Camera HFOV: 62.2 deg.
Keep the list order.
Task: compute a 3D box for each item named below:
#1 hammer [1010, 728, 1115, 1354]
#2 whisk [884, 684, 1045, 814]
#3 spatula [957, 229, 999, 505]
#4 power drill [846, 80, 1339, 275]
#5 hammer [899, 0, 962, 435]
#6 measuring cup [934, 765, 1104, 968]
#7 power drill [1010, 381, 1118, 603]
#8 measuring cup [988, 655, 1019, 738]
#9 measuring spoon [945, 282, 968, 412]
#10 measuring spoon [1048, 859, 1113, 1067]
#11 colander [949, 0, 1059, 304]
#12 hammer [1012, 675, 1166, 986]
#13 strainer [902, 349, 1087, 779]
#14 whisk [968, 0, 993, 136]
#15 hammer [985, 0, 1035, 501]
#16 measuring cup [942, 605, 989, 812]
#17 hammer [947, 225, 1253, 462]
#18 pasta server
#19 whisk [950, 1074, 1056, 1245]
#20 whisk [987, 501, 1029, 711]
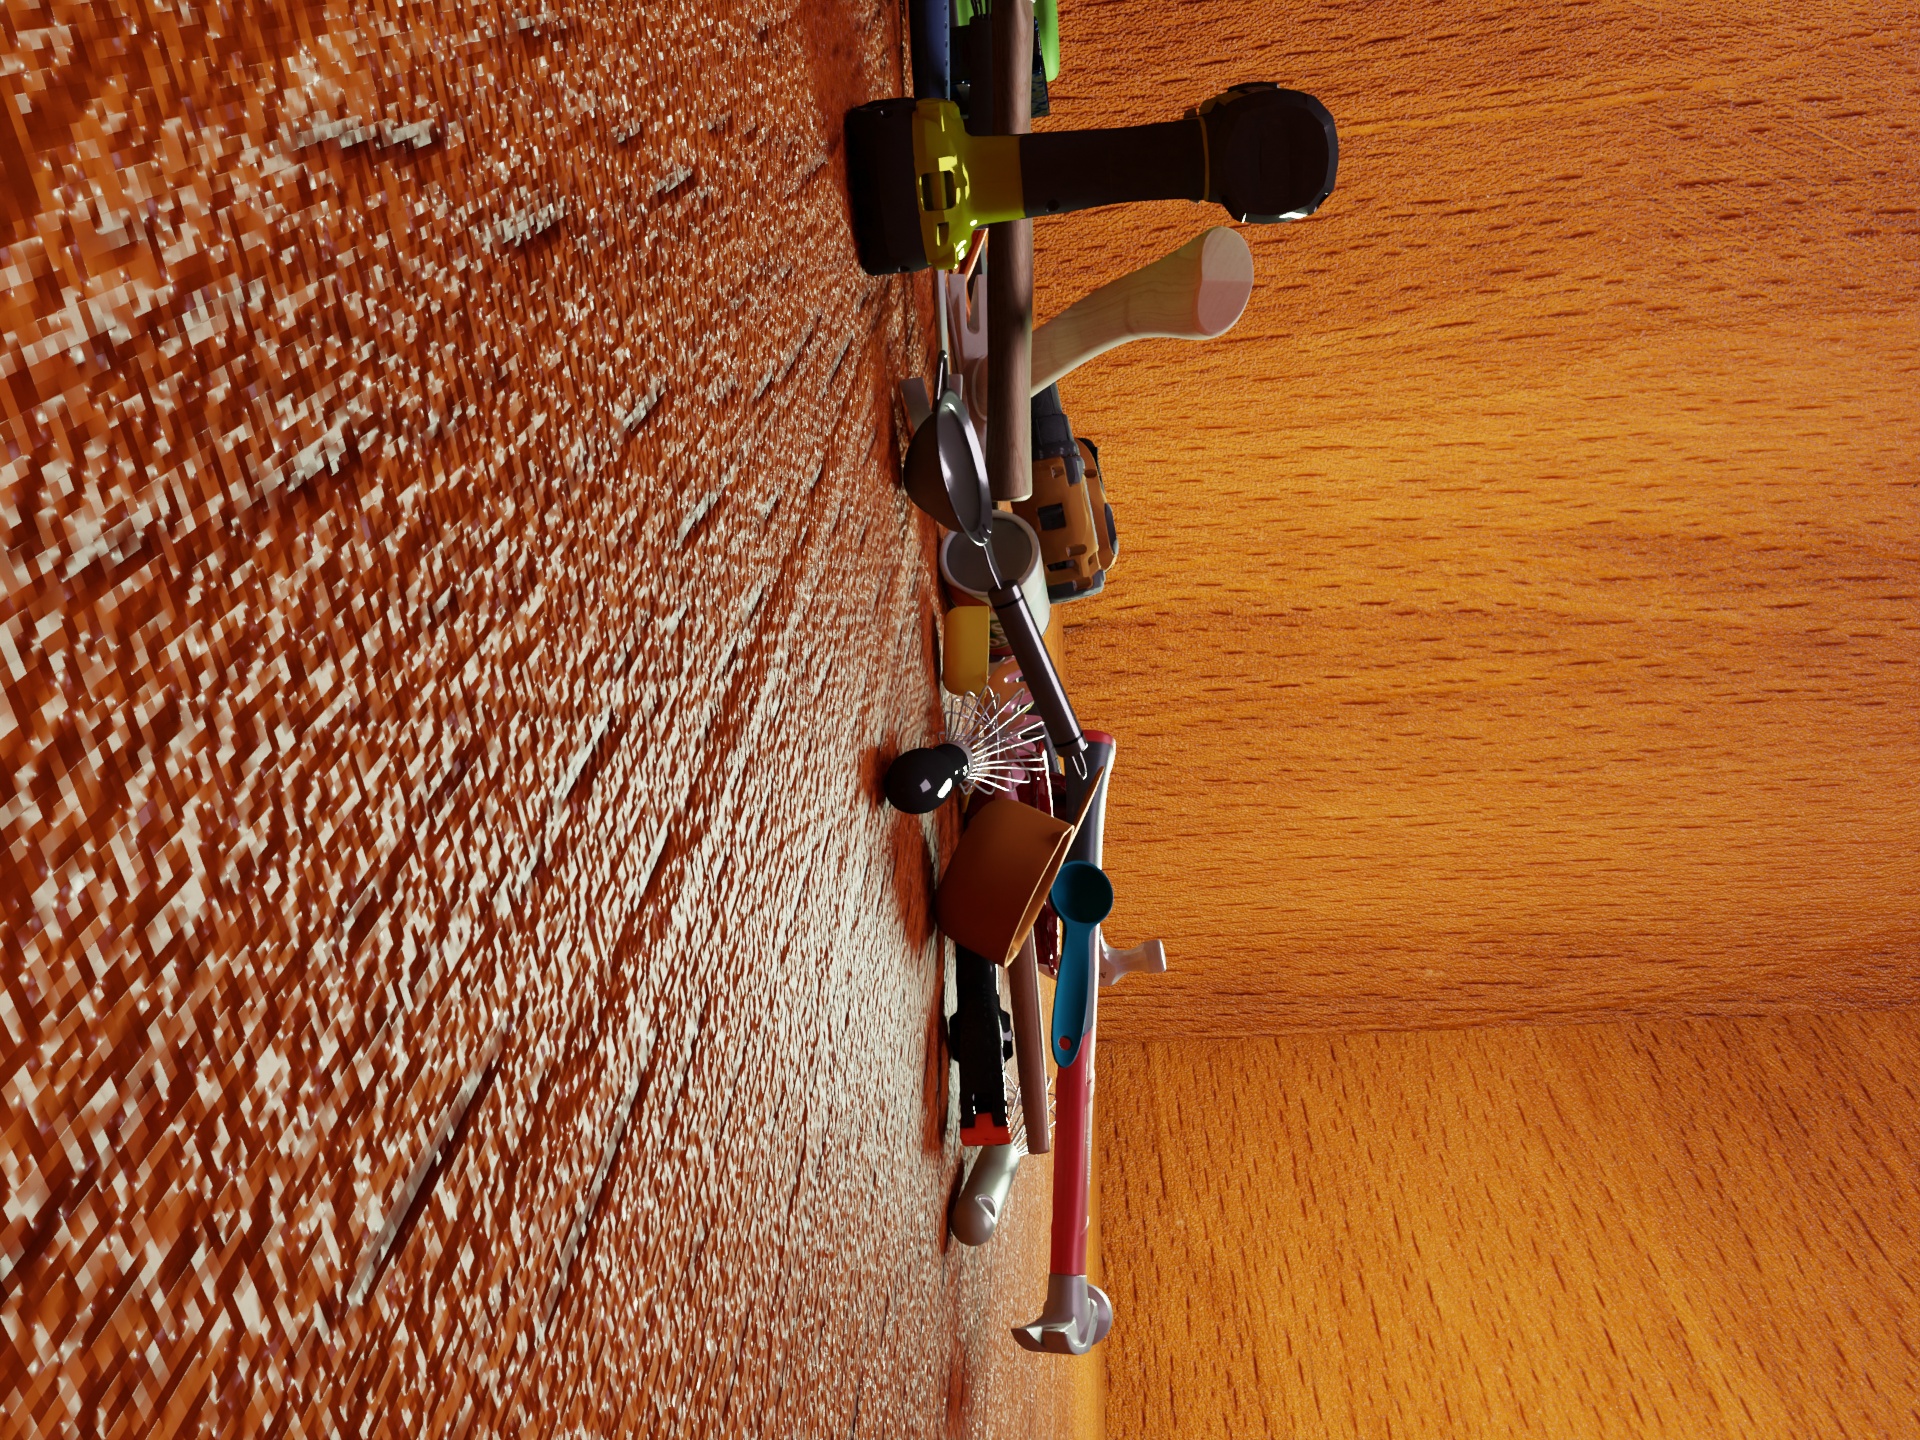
[{"bbox_3d":[0.070,0.189,0.996,0.143,0.038,0.386,49,42,-67],"label":"hammer"},{"bbox_3d":[0.001,0.018,0.843,0.284,0.070,0.070,-23,109,-79],"label":"whisk"},{"bbox_3d":[0.023,-0.279,1.295,0.081,0.041,0.322,-87,172,-54],"label":"spatula"},{"bbox_3d":[0.064,-0.277,0.794,0.171,0.223,0.080,-80,165,-66],"label":"power drill"},{"bbox_3d":[-0.015,-0.339,0.981,0.144,0.035,0.406,64,23,-75],"label":"hammer"},{"bbox_3d":[0.037,0.066,0.914,0.174,0.052,0.095,-55,166,-52],"label":"measuring cup"},{"bbox_3d":[0.071,-0.188,1.257,0.226,0.084,0.185,-47,126,-81],"label":"power drill"},{"bbox_3d":[0.023,-0.028,1.164,0.083,0.038,0.167,-80,168,-66],"label":"measuring cup"},{"bbox_3d":[-0.012,-0.263,1.101,0.034,0.018,0.124,104,-24,-84],"label":"measuring spoon"},{"bbox_3d":[0.066,0.148,0.965,0.021,0.042,0.129,131,-29,-62],"label":"measuring spoon"},{"bbox_3d":[0.038,-0.490,1.298,0.205,0.094,0.396,-80,165,-66],"label":"colander"},{"bbox_3d":[0.083,0.086,1.379,0.033,0.128,0.330,-81,157,-68],"label":"hammer"},{"bbox_3d":[0.020,-0.077,0.884,0.258,0.050,0.087,65,21,-19],"label":"strainer"},{"bbox_3d":[0.017,-0.426,0.967,0.055,0.055,0.238,-85,174,-56],"label":"whisk"},{"bbox_3d":[0.028,-0.292,0.915,0.130,0.031,0.331,-26,120,-62],"label":"hammer"},{"bbox_3d":[-0.002,-0.003,1.008,0.062,0.029,0.156,-90,-174,-54],"label":"measuring cup"},{"bbox_3d":[0.068,-0.243,0.972,0.411,0.038,0.146,-174,-100,-72],"label":"hammer"},{"bbox_3d":[0.041,0.104,0.977,0.060,0.040,0.316,68,16,-66],"label":"pasta server"},{"bbox_3d":[0.024,0.265,0.972,0.058,0.059,0.246,50,10,3],"label":"whisk"},{"bbox_3d":[0.026,-0.124,1.230,0.051,0.047,0.245,16,67,-82],"label":"whisk"}]
